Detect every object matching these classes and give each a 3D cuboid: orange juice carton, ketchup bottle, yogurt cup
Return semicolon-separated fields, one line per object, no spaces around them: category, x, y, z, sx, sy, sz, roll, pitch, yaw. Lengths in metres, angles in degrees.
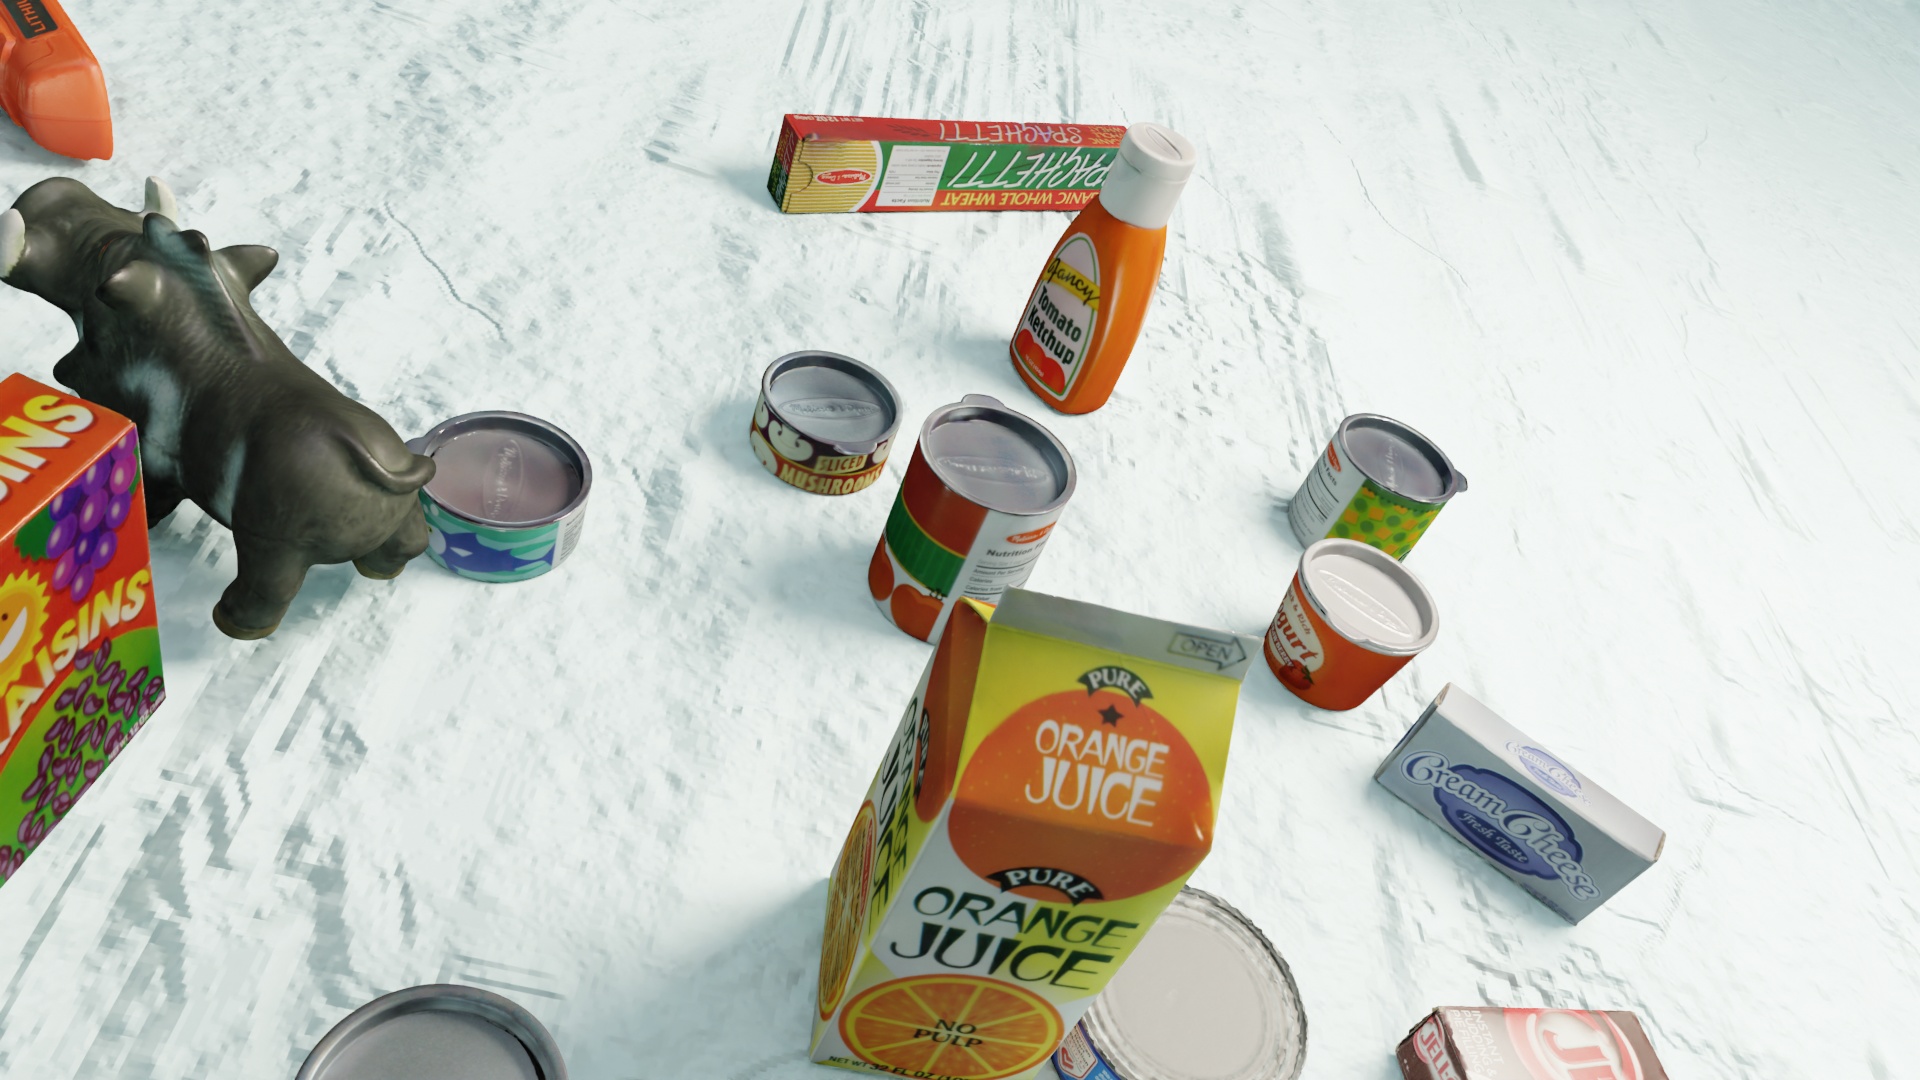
orange juice carton;0.015;0.084;0.407;0.072;0.191;0.073;14;42;-11
ketchup bottle;0.073;-0.137;0.702;0.044;0.148;0.065;-13;53;-35
yogurt cup;0.174;0.041;0.633;0.072;0.053;0.073;13;42;-12

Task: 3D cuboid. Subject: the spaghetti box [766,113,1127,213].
spaghetti box;0.005;-0.226;0.838;0.251;0.049;0.029;-9;51;-32

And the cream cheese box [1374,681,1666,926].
cream cheese box;0.233;0.111;0.586;0.104;0.053;0.024;37;42;15

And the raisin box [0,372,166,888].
raisin box;-0.268;0.028;0.386;0.040;0.122;0.086;21;41;-3

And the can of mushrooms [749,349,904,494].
can of mushrooms;-0.061;-0.053;0.637;0.071;0.033;0.071;13;42;-12

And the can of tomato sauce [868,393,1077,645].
can of tomato sauce;0.002;-0.007;0.581;0.071;0.082;0.071;13;42;-12

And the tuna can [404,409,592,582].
tuna can;-0.182;-0.018;0.544;0.071;0.032;0.071;13;42;-12

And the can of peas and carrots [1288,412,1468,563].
can of peas and carrots;0.213;-0.022;0.714;0.071;0.058;0.071;13;42;-12

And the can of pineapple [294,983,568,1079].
can of pineapple;-0.139;0.159;0.357;0.071;0.057;0.071;13;42;-12
